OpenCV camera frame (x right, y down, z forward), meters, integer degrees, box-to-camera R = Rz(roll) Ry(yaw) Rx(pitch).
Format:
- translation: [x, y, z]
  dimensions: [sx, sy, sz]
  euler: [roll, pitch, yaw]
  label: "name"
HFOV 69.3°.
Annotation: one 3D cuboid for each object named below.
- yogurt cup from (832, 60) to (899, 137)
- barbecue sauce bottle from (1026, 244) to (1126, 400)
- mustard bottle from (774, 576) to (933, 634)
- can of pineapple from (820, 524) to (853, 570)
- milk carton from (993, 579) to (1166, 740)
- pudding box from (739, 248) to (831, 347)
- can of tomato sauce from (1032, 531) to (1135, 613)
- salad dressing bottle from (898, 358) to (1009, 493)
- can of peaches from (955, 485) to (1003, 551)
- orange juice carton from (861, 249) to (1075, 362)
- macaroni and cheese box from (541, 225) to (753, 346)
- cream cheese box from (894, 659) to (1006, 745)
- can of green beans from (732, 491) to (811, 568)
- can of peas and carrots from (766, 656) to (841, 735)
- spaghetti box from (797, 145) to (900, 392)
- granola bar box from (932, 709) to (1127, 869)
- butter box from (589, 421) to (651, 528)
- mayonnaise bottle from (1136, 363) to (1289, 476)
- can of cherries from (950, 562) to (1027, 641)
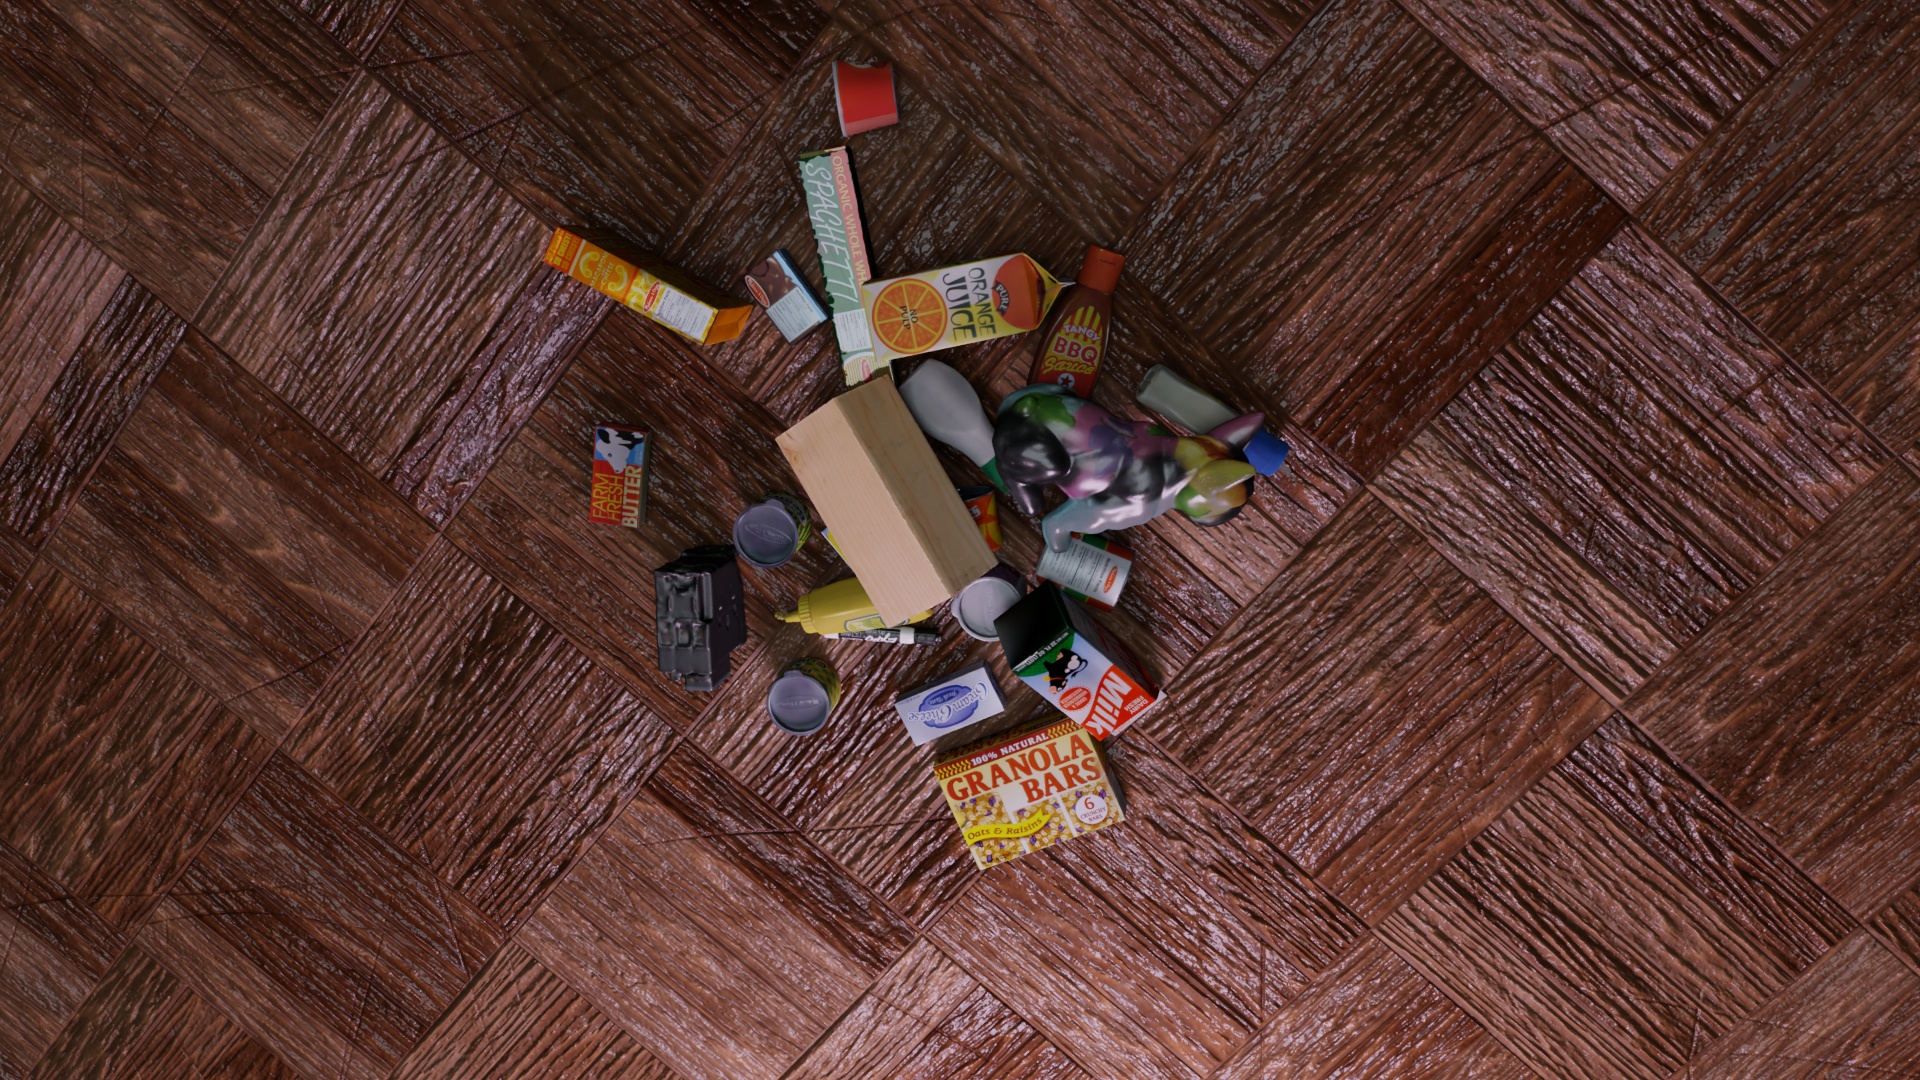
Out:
- translation: [-0.086, -0.408, 1.273]
  dimensions: [0.054, 0.072, 0.072]
  euler: [-7, 103, 1]
  label: "yogurt cup"
- translation: [0.114, -0.202, 1.307]
  dimensions: [0.065, 0.044, 0.148]
  euler: [17, 105, -7]
  label: "barbecue sauce bottle"
- translation: [-0.109, 0.066, 1.388]
  dimensions: [0.160, 0.065, 0.049]
  euler: [-11, 67, 11]
  label: "mustard bottle"
- translation: [-0.094, -0.009, 1.368]
  dimensions: [0.071, 0.071, 0.058]
  euler: [-38, 97, 14]
  label: "can of pineapple"
- translation: [0.123, 0.127, 1.349]
  dimensions: [0.072, 0.074, 0.190]
  euler: [-40, 126, 15]
  label: "milk carton"
- translation: [-0.167, -0.235, 1.342]
  dimensions: [0.049, 0.030, 0.083]
  euler: [-35, 97, 15]
  label: "pudding box"
- translation: [0.120, 0.025, 1.352]
  dimensions: [0.083, 0.071, 0.071]
  euler: [22, 106, 2]
  label: "can of tomato sauce"
- translation: [0.006, -0.109, 1.341]
  dimensions: [0.147, 0.044, 0.064]
  euler: [46, 71, -9]
  label: "salad dressing bottle"
- translation: [0.005, -0.017, 1.352]
  dimensions: [0.071, 0.071, 0.058]
  euler: [-8, 104, 9]
  label: "can of peaches"
- translation: [0.008, -0.222, 1.286]
  dimensions: [0.193, 0.072, 0.073]
  euler: [-12, 103, 0]
  label: "orange juice carton"
- translation: [-0.290, -0.242, 1.307]
  dimensions: [0.166, 0.124, 0.040]
  euler: [28, 103, 0]
  label: "macaroni and cheese box"
- translation: [-0.010, 0.167, 1.423]
  dimensions: [0.103, 0.024, 0.053]
  euler: [-24, 101, 12]
  label: "cream cheese box"
- translation: [-0.187, -0.012, 1.384]
  dimensions: [0.071, 0.058, 0.071]
  euler: [2, 104, 7]
  label: "can of green beans"
- translation: [-0.160, 0.156, 1.421]
  dimensions: [0.071, 0.059, 0.070]
  euler: [2, 103, 7]
  label: "can of peas and carrots"
- translation: [-0.104, -0.249, 1.331]
  dimensions: [0.050, 0.029, 0.249]
  euler: [-9, 102, 9]
  label: "spaghetti box"
- translation: [0.071, 0.253, 1.425]
  dimensions: [0.165, 0.039, 0.124]
  euler: [-22, 100, 12]
  label: "granola bar box"
- translation: [-0.345, -0.066, 1.408]
  dimensions: [0.053, 0.024, 0.103]
  euler: [9, 105, 4]
  label: "butter box"
- translation: [0.237, -0.113, 1.306]
  dimensions: [0.148, 0.065, 0.041]
  euler: [30, 98, -5]
  label: "mayonnaise bottle"
- translation: [0.029, 0.059, 1.374]
  dimensions: [0.071, 0.058, 0.071]
  euler: [2, 105, 7]
  label: "can of cherries"
